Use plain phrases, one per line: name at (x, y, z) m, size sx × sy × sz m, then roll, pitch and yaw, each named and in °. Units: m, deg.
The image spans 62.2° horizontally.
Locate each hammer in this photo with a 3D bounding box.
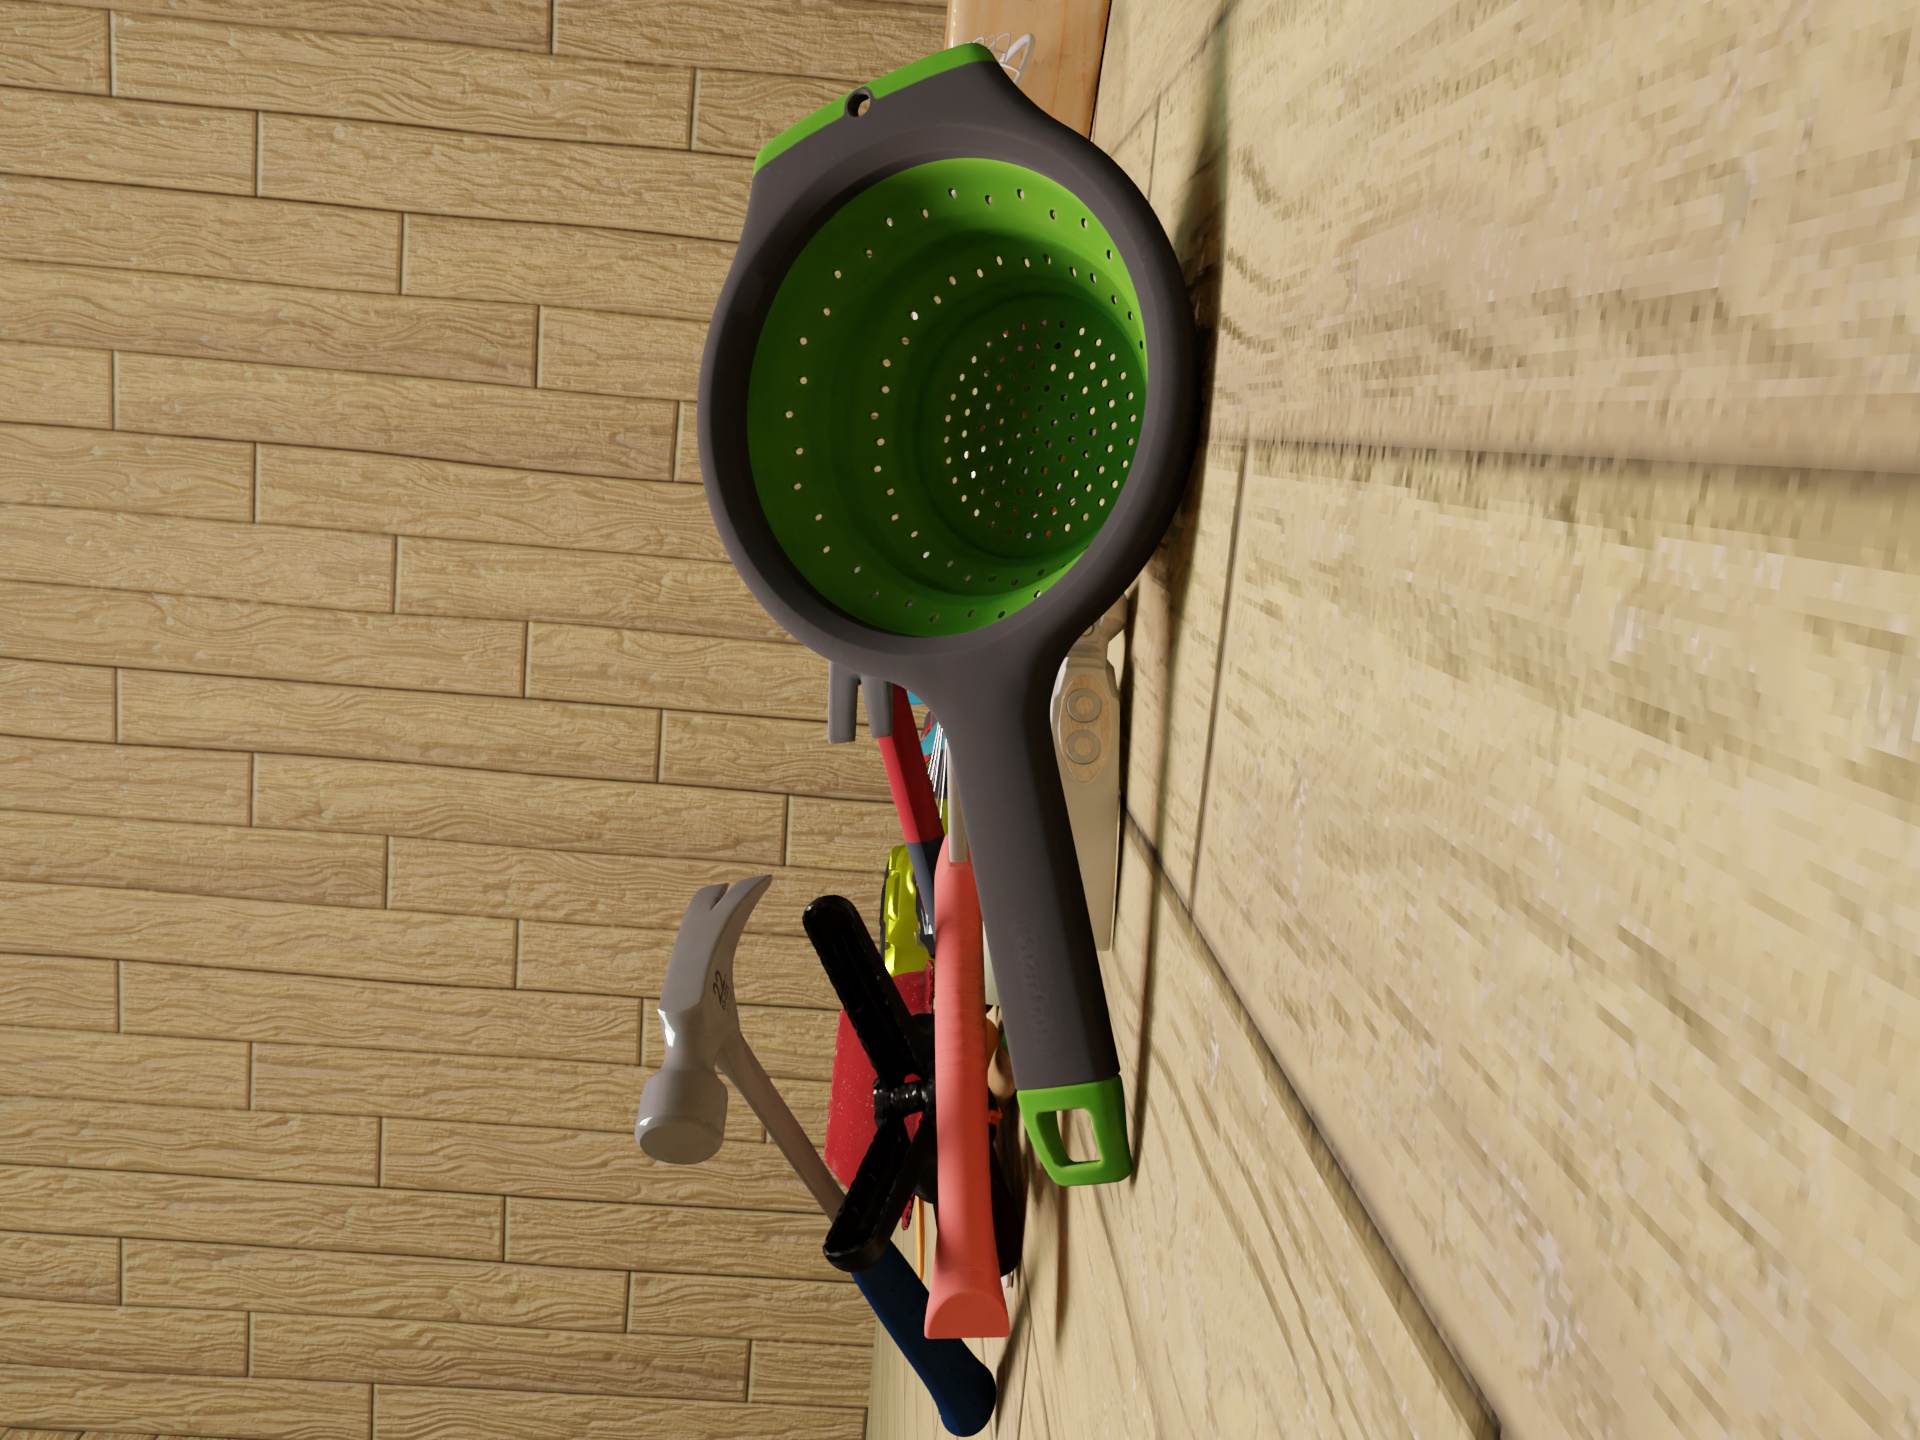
hammer at (-0.053, 0.241, 0.775) m, size 0.144 × 0.035 × 0.405 m, roll -89°, pitch -18°, yaw -46°
hammer at (0.035, 0.047, 0.819) m, size 0.410 × 0.038 × 0.146 m, roll 111°, pitch 162°, yaw -80°
hammer at (-0.022, 0.077, 0.947) m, size 0.385 × 0.038 × 0.143 m, roll 77°, pitch -172°, yaw -46°
hammer at (-0.001, 0.101, 0.755) m, size 0.149 × 0.036 × 0.359 m, roll 94°, pitch 175°, yaw -70°

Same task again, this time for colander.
colander at (0.024, -0.036, 0.591) m, size 0.094 × 0.204 × 0.397 m, roll -2°, pitch -101°, yaw -60°

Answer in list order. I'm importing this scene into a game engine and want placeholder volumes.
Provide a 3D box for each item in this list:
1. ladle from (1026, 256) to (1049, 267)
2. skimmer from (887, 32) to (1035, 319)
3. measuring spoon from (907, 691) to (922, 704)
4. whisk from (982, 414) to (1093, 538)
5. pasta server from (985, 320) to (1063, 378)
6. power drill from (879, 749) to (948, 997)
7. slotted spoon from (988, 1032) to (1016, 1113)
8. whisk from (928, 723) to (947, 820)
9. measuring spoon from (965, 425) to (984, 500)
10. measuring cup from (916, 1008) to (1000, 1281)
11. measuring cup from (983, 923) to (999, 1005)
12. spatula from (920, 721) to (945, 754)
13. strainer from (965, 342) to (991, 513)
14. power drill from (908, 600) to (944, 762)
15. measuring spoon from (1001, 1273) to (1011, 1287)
ladle at (0.040, -0.204, 1.120) m, size 0.069 × 0.031 × 0.315 m, roll 1°, pitch 82°, yaw 58°
skimmer at (0.010, -0.197, 0.916) m, size 0.127 × 0.090 × 0.363 m, roll -100°, pitch 4°, yaw -62°
measuring spoon at (-0.015, -0.027, 1.140) m, size 0.129 × 0.021 × 0.042 m, roll -6°, pitch 61°, yaw 52°
whisk at (0.017, -0.094, 0.867) m, size 0.239 × 0.055 × 0.055 m, roll 127°, pitch 150°, yaw -61°
pasta server at (0.025, -0.282, 1.102) m, size 0.060 × 0.040 × 0.316 m, roll -55°, pitch 20°, yaw 15°
power drill at (-0.016, 0.140, 1.262) m, size 0.223 × 0.080 × 0.171 m, roll 109°, pitch 165°, yaw -67°
slotted spoon at (0.028, 0.175, 0.846) m, size 0.313 × 0.031 × 0.070 m, roll 97°, pitch 174°, yaw -65°
whisk at (-0.003, -0.004, 1.050) m, size 0.070 × 0.070 × 0.284 m, roll -94°, pitch 1°, yaw -70°
measuring spoon at (0.010, -0.156, 1.079) m, size 0.021 × 0.011 × 0.116 m, roll -82°, pitch -6°, yaw -46°
measuring cup at (-0.002, 0.272, 1.027) m, size 0.095 × 0.052 × 0.174 m, roll 100°, pitch 172°, yaw -61°
measuring cup at (0.023, 0.115, 0.874) m, size 0.167 × 0.038 × 0.083 m, roll 98°, pitch 176°, yaw -76°
spatula at (0.022, -0.119, 1.200) m, size 0.082 × 0.044 × 0.318 m, roll -24°, pitch 52°, yaw 48°
strainer at (0.022, -0.234, 1.229) m, size 0.086 × 0.050 × 0.259 m, roll -57°, pitch 21°, yaw 32°
power drill at (-0.008, -0.040, 1.395) m, size 0.188 × 0.080 × 0.226 m, roll -92°, pitch 4°, yaw -66°
measuring spoon at (0.022, 0.294, 0.928) m, size 0.124 × 0.018 × 0.034 m, roll -128°, pitch 37°, yaw -75°
